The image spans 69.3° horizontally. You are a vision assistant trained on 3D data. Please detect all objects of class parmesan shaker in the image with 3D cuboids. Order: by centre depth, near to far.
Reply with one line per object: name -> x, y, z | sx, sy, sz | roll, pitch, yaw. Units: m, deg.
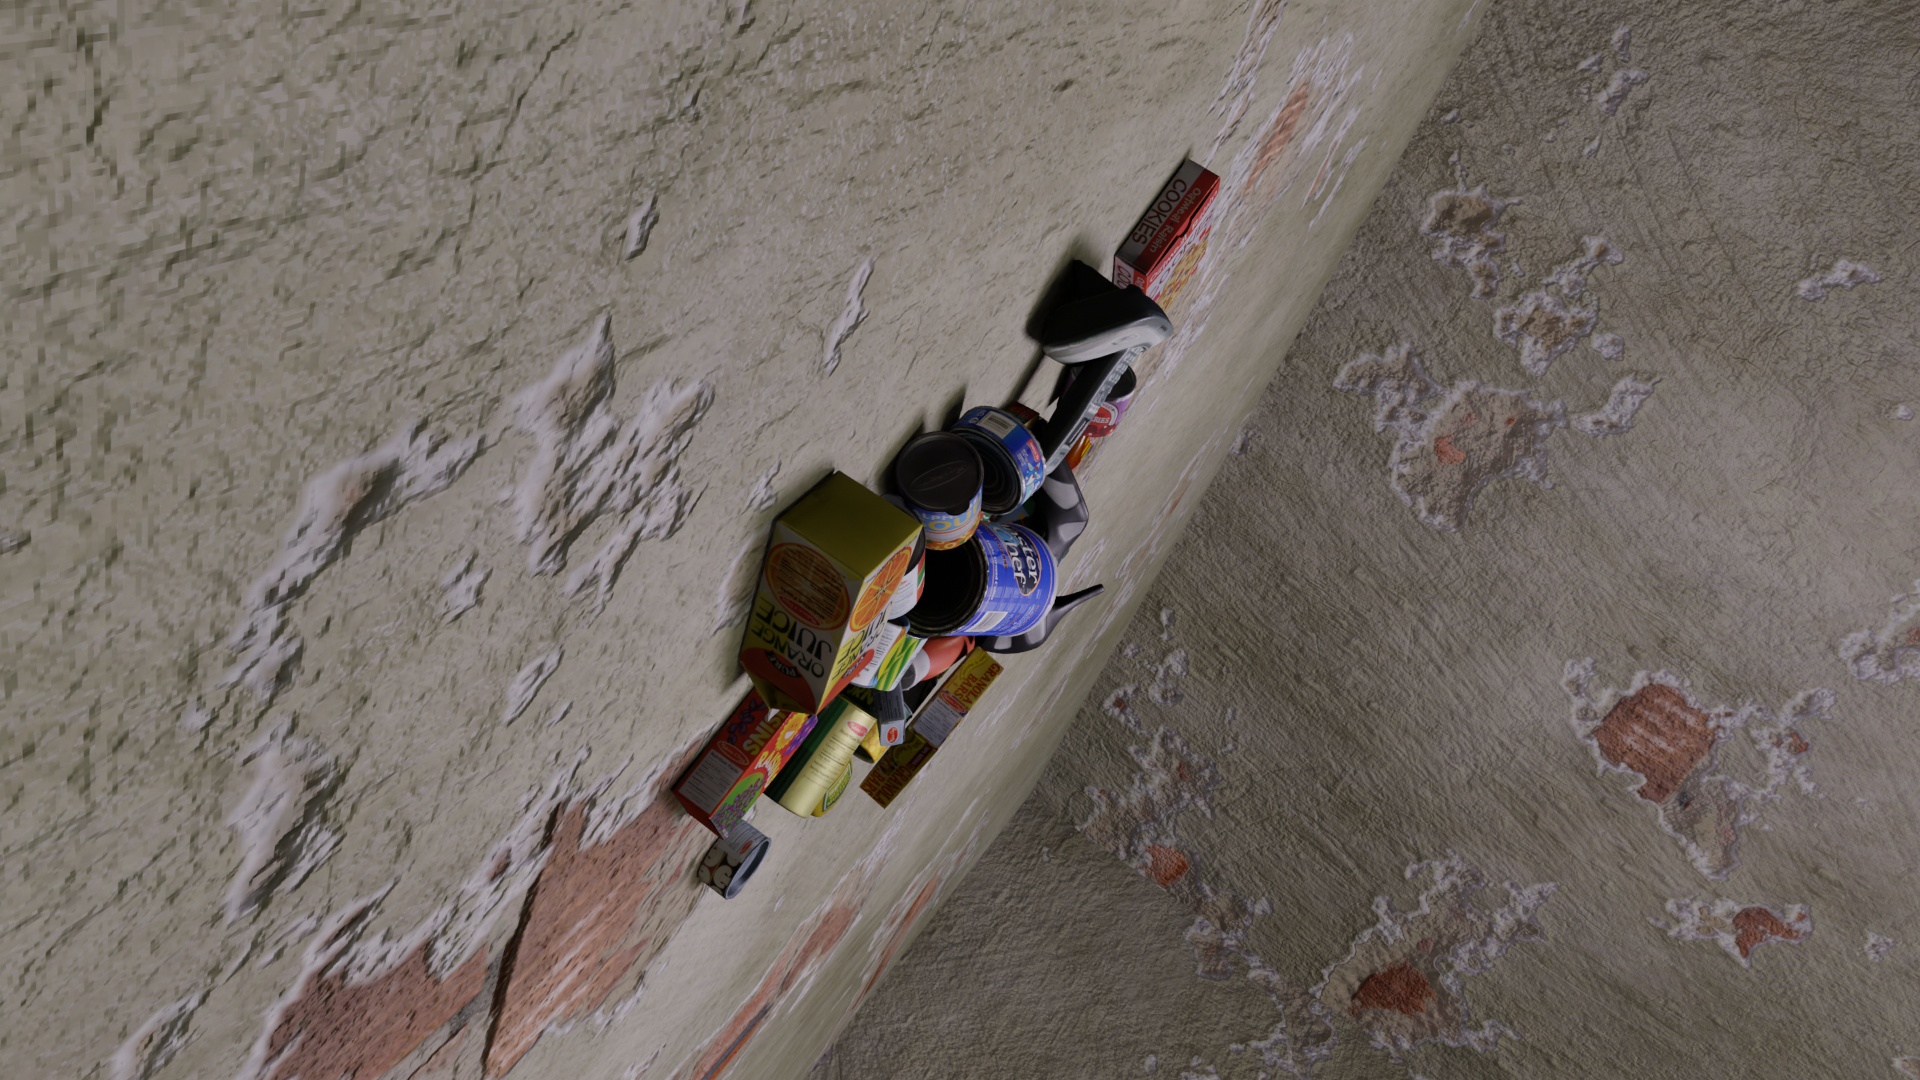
parmesan shaker -> -0.129, 0.174, 1.183 | 0.103, 0.071, 0.071 | -54, 167, -6

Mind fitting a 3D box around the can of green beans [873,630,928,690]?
can of green beans -> -0.068, 0.085, 1.177 | 0.057, 0.071, 0.071 | -56, 168, 14

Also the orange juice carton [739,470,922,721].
orange juice carton -> -0.097, 0.051, 0.970 | 0.072, 0.073, 0.191 | -44, 163, -44

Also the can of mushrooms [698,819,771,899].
can of mushrooms -> -0.204, 0.289, 1.254 | 0.071, 0.033, 0.070 | -53, 168, -17

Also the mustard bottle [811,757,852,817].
mustard bottle -> -0.131, 0.208, 1.291 | 0.065, 0.049, 0.159 | -53, 167, -25

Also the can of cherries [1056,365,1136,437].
can of cherries -> 0.133, -0.143, 1.370 | 0.072, 0.071, 0.058 | -46, 165, -40

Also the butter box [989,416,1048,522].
butter box -> 0.052, -0.070, 1.348 | 0.104, 0.024, 0.053 | -53, 166, -17

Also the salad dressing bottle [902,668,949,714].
salad dressing bottle -> -0.062, 0.165, 1.460 | 0.148, 0.044, 0.064 | -53, 174, -7

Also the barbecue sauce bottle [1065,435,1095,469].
barbecue sauce bottle -> 0.121, -0.113, 1.455 | 0.148, 0.044, 0.065 | -57, 169, 5

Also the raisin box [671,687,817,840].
raisin box -> -0.164, 0.166, 1.082 | 0.124, 0.040, 0.085 | -53, 166, -20

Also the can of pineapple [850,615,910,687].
can of pineapple -> -0.082, 0.075, 1.107 | 0.057, 0.071, 0.071 | -59, 167, 10

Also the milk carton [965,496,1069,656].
milk carton -> 0.043, 0.042, 1.484 | 0.191, 0.072, 0.073 | -50, 166, -26

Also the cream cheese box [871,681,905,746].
cream cheese box -> -0.067, 0.124, 1.235 | 0.053, 0.024, 0.104 | 99, -18, -60

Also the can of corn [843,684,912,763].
can of corn -> -0.090, 0.167, 1.313 | 0.058, 0.071, 0.071 | -51, 167, -21

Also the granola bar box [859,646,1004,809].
granola bar box -> -0.031, 0.190, 1.404 | 0.125, 0.039, 0.164 | -47, 175, -37

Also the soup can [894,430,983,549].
soup can -> -0.015, -0.034, 1.071 | 0.071, 0.071, 0.083 | -52, 167, -18

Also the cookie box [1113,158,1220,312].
cookie box -> 0.197, -0.274, 1.346 | 0.123, 0.040, 0.167 | -54, 167, -10

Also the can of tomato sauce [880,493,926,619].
can of tomato sauce -> -0.059, 0.014, 1.041 | 0.071, 0.071, 0.082 | -52, 167, -20

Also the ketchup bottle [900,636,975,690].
ketchup bottle -> -0.035, 0.110, 1.361 | 0.149, 0.065, 0.043 | -32, 120, -70

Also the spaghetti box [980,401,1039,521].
spaghetti box -> 0.005, -0.016, 1.291 | 0.050, 0.029, 0.248 | -37, 157, -56
